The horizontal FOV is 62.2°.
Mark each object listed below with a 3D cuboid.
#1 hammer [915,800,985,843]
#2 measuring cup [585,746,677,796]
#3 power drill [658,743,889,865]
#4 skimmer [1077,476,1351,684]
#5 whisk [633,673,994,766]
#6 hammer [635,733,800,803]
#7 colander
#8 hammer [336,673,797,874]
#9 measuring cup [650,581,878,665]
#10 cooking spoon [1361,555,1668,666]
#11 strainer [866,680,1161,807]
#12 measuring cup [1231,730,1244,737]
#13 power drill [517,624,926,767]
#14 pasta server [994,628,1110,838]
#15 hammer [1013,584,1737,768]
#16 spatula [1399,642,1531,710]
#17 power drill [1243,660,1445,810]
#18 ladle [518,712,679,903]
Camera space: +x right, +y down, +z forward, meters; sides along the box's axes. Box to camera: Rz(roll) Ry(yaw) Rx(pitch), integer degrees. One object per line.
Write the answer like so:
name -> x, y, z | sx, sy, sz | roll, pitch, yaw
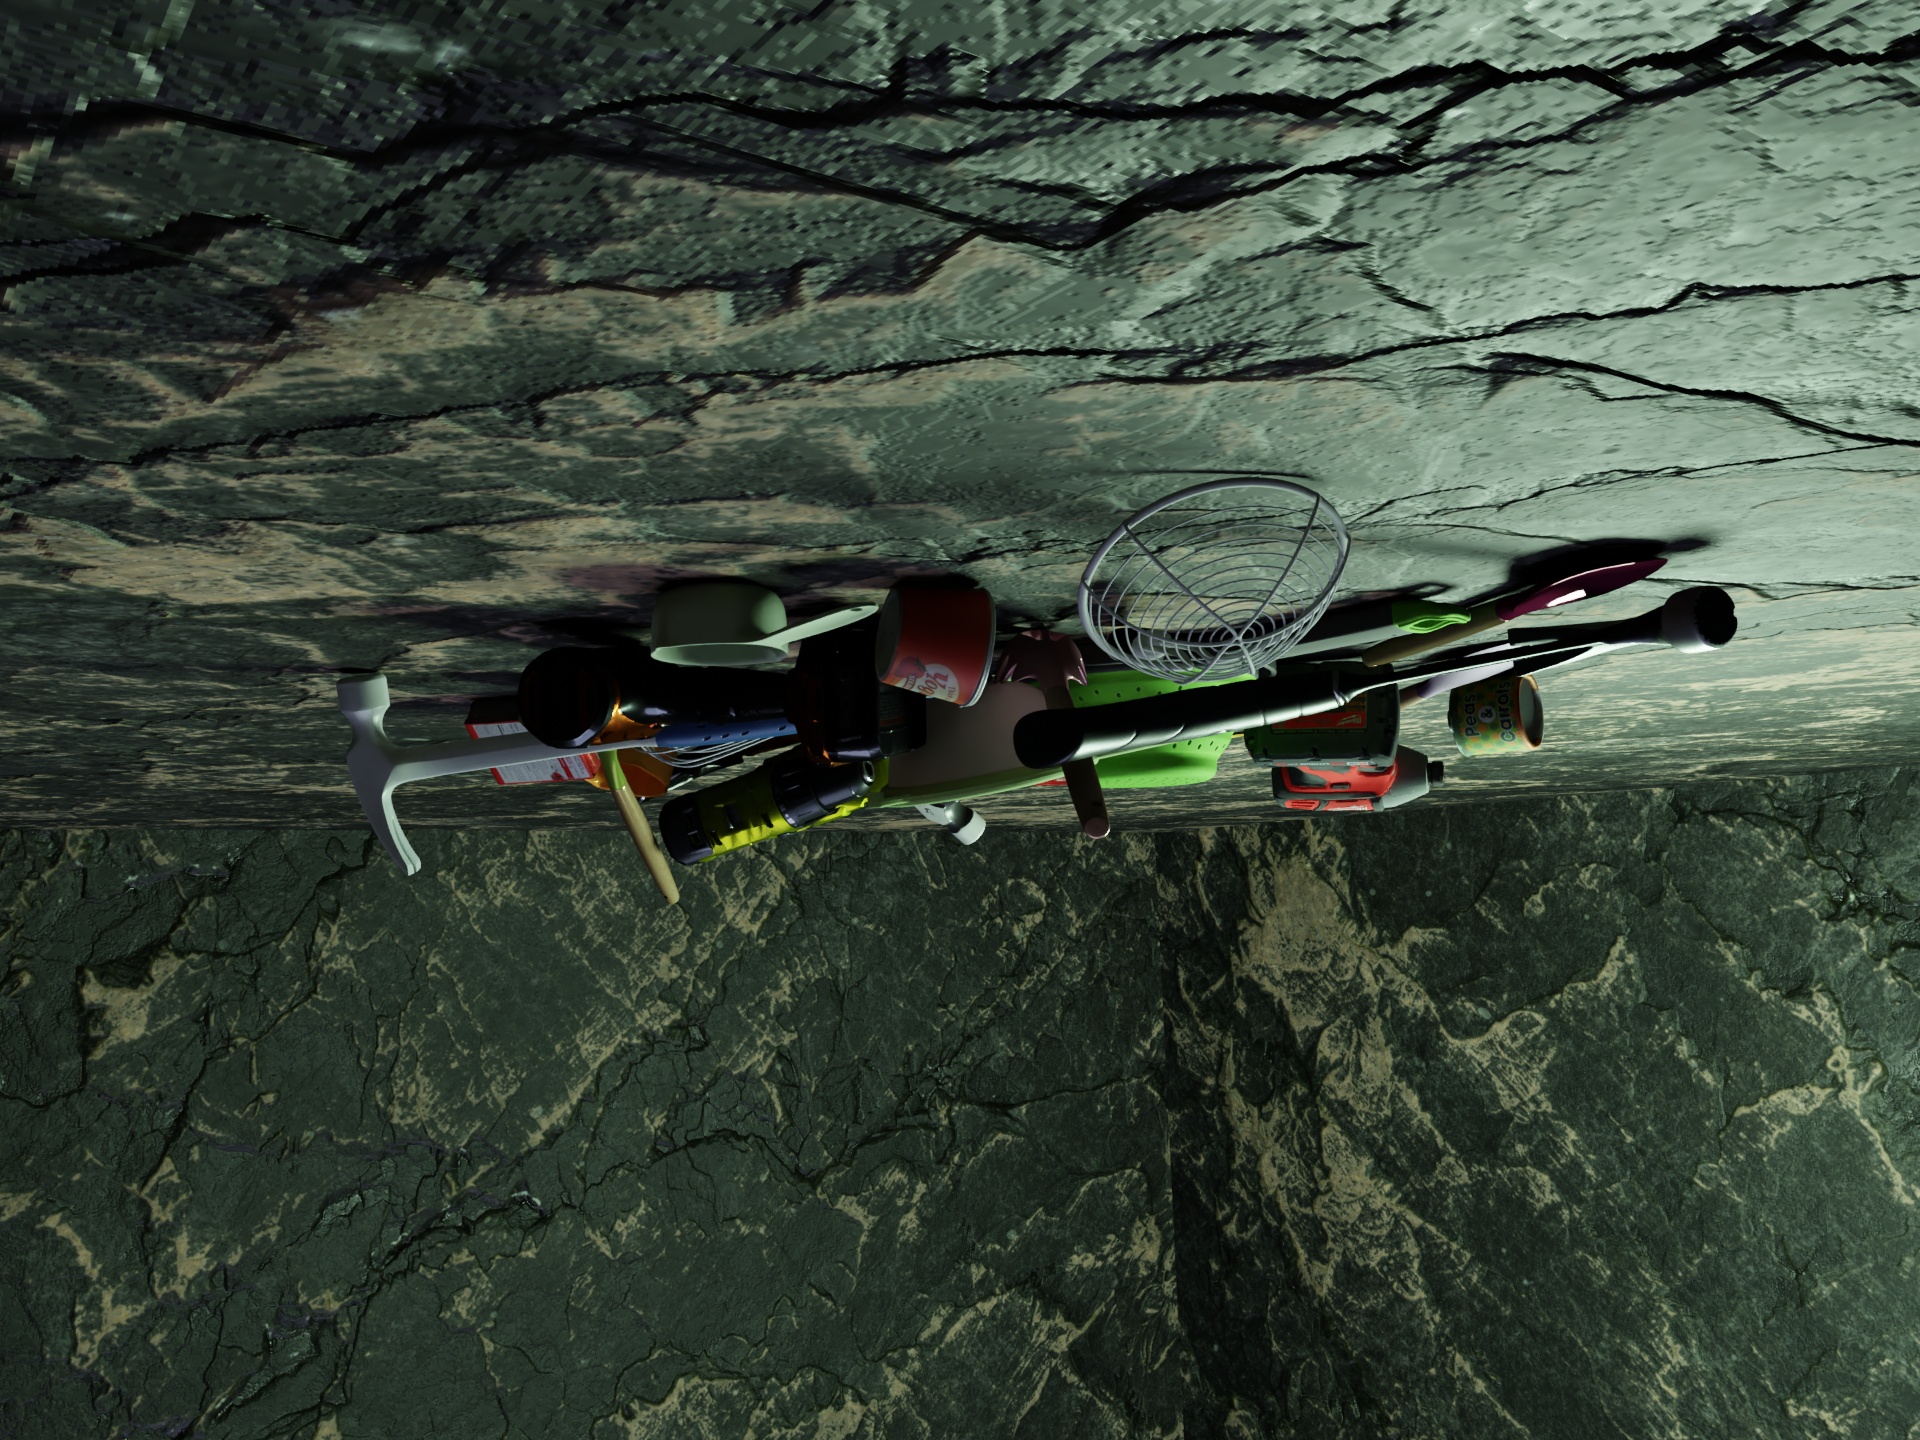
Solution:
hammer -> 0.062, 0.029, 1.461 | 0.146, 0.035, 0.335 | 43, 141, -22
measuring cup -> -0.321, 0.009, 1.347 | 0.173, 0.052, 0.095 | 27, 154, -26
power drill -> -0.137, 0.060, 1.416 | 0.190, 0.080, 0.228 | -19, 180, 19
skimmer -> 0.111, -0.069, 0.864 | 0.127, 0.090, 0.363 | -10, -176, -2
whisk -> -0.114, -0.011, 1.202 | 0.284, 0.070, 0.070 | -8, 172, 7
hammer -> -0.162, 0.015, 1.370 | 0.127, 0.034, 0.337 | -25, -175, -40
colander -> 0.179, -0.009, 1.103 | 0.204, 0.094, 0.397 | 3, 172, -37
hammer -> -0.228, 0.013, 1.138 | 0.405, 0.144, 0.035 | -8, -174, -5
measuring cup -> -0.102, -0.060, 0.851 | 0.083, 0.038, 0.167 | 5, 168, -44
cooking spoon -> 0.328, -0.065, 0.998 | 0.068, 0.017, 0.319 | -8, 174, -13
strainer -> 0.063, -0.001, 1.052 | 0.256, 0.069, 0.151 | -12, -177, 13
measuring cup -> 0.242, -0.002, 1.372 | 0.156, 0.029, 0.062 | -10, 172, -5
power drill -> -0.139, -0.017, 1.004 | 0.226, 0.084, 0.164 | 0, -177, 14
pasta server -> 0.059, 0.003, 0.917 | 0.060, 0.040, 0.316 | 1, -159, -3
hammer -> 0.219, -0.022, 0.873 | 0.409, 0.036, 0.149 | -10, 179, -21
spatula -> 0.358, -0.017, 1.292 | 0.059, 0.018, 0.316 | 2, 165, -22
power drill -> 0.312, 0.023, 1.286 | 0.143, 0.079, 0.219 | -1, 163, 21
ladle -> -0.279, 0.074, 1.290 | 0.078, 0.062, 0.319 | 22, 149, 21
